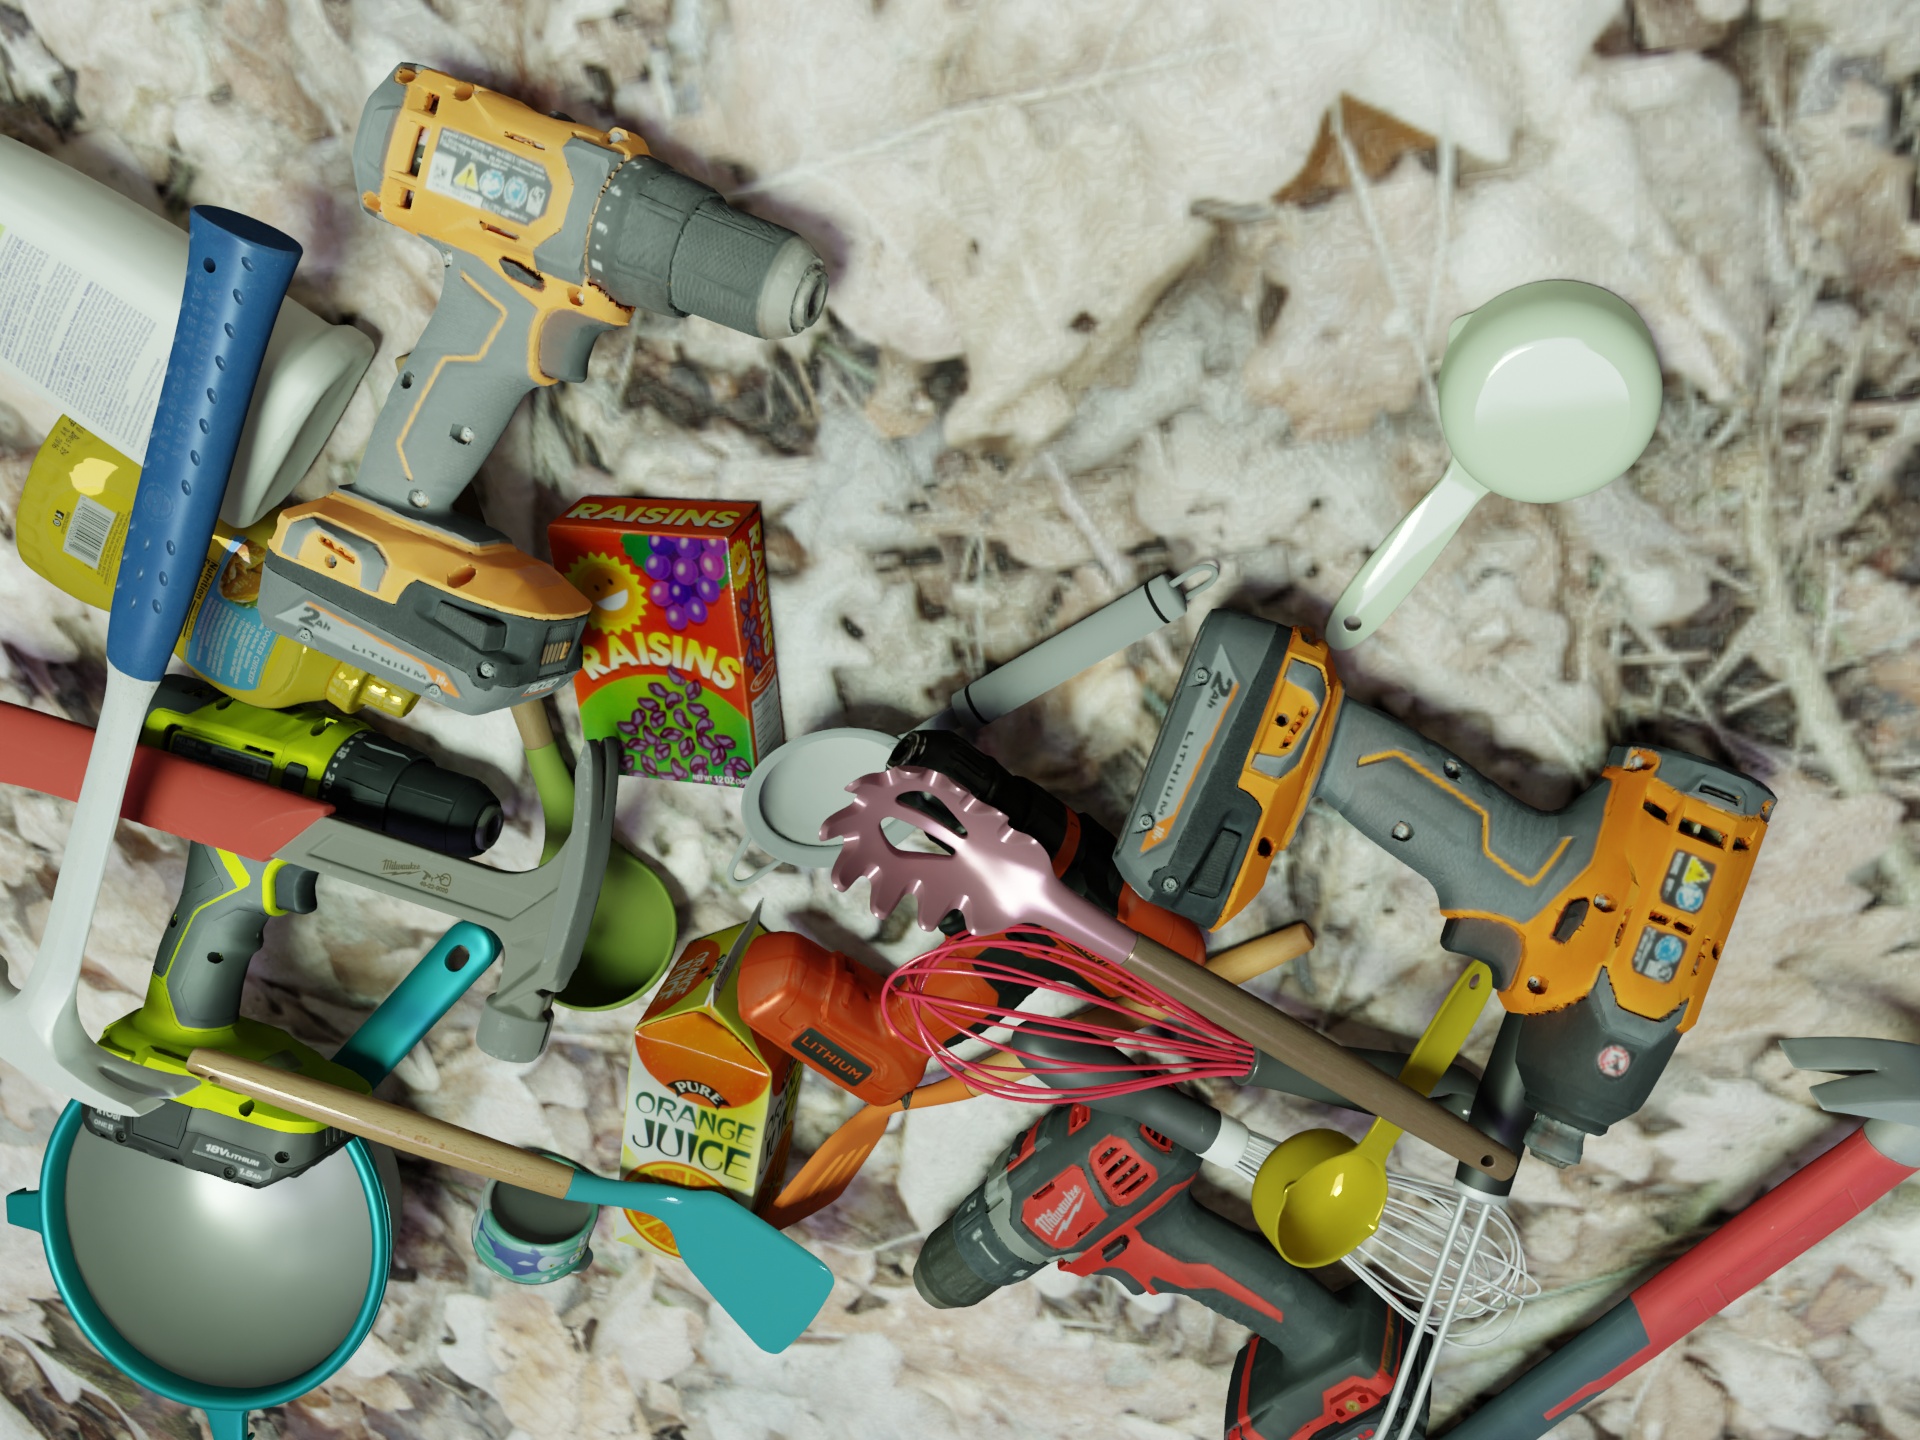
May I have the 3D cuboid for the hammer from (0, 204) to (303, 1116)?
[{"bbox_3d":[-0.343,-0.011,0.666,0.144,0.035,0.405,30,111,12],"label":"hammer"}]

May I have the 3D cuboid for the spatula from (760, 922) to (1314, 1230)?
[{"bbox_3d":[0.029,0.175,0.770,0.322,0.081,0.041,-29,75,23],"label":"spatula"}]

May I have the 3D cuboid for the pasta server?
[{"bbox_3d":[0.089,0.105,0.619,0.316,0.040,0.060,31,106,-8],"label":"pasta server"}]

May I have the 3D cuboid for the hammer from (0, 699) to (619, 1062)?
[{"bbox_3d":[-0.335,0.032,0.730,0.359,0.036,0.149,16,95,9],"label":"hammer"}]

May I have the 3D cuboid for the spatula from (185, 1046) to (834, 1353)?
[{"bbox_3d":[-0.214,0.222,0.762,0.317,0.044,0.082,23,126,-13],"label":"spatula"}]

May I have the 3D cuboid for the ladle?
[{"bbox_3d":[-0.203,-0.009,0.734,0.078,0.062,0.320,-15,112,-6],"label":"ladle"}]

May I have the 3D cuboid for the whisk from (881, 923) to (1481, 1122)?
[{"bbox_3d":[0.105,0.140,0.677,0.295,0.073,0.073,15,124,-20],"label":"whisk"}]

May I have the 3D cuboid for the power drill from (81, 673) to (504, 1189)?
[{"bbox_3d":[-0.335,0.105,0.789,0.190,0.080,0.228,15,98,8],"label":"power drill"}]

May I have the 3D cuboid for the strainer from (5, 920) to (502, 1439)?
[{"bbox_3d":[-0.357,0.226,0.895,0.211,0.095,0.340,45,100,4],"label":"strainer"}]

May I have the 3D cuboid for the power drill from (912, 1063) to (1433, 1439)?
[{"bbox_3d":[0.101,0.292,0.798,0.226,0.080,0.188,41,121,-5],"label":"power drill"}]

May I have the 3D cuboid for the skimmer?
[{"bbox_3d":[0.210,0.265,0.664,0.127,0.090,0.363,15,97,-5],"label":"skimmer"}]

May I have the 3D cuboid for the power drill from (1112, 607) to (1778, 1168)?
[{"bbox_3d":[0.177,0.063,0.614,0.226,0.084,0.164,21,87,5],"label":"power drill"}]

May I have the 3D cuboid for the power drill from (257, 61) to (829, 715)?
[{"bbox_3d":[-0.164,-0.118,0.621,0.185,0.084,0.226,22,103,9],"label":"power drill"}]

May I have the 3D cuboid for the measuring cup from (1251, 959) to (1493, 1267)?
[{"bbox_3d":[0.177,0.159,0.675,0.062,0.029,0.156,31,93,-31],"label":"measuring cup"}]

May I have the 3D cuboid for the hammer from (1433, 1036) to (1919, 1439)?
[{"bbox_3d":[0.303,0.273,0.726,0.143,0.038,0.386,14,128,-23],"label":"hammer"}]

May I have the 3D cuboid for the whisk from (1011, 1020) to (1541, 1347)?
[{"bbox_3d":[0.146,0.204,0.725,0.284,0.070,0.070,30,122,-11],"label":"whisk"}]

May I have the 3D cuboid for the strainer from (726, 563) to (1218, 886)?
[{"bbox_3d":[-0.001,-0.002,0.688,0.258,0.050,0.086,-29,133,21],"label":"strainer"}]

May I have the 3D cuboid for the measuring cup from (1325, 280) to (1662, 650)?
[{"bbox_3d":[0.188,-0.082,0.589,0.083,0.038,0.167,33,120,-3],"label":"measuring cup"}]
